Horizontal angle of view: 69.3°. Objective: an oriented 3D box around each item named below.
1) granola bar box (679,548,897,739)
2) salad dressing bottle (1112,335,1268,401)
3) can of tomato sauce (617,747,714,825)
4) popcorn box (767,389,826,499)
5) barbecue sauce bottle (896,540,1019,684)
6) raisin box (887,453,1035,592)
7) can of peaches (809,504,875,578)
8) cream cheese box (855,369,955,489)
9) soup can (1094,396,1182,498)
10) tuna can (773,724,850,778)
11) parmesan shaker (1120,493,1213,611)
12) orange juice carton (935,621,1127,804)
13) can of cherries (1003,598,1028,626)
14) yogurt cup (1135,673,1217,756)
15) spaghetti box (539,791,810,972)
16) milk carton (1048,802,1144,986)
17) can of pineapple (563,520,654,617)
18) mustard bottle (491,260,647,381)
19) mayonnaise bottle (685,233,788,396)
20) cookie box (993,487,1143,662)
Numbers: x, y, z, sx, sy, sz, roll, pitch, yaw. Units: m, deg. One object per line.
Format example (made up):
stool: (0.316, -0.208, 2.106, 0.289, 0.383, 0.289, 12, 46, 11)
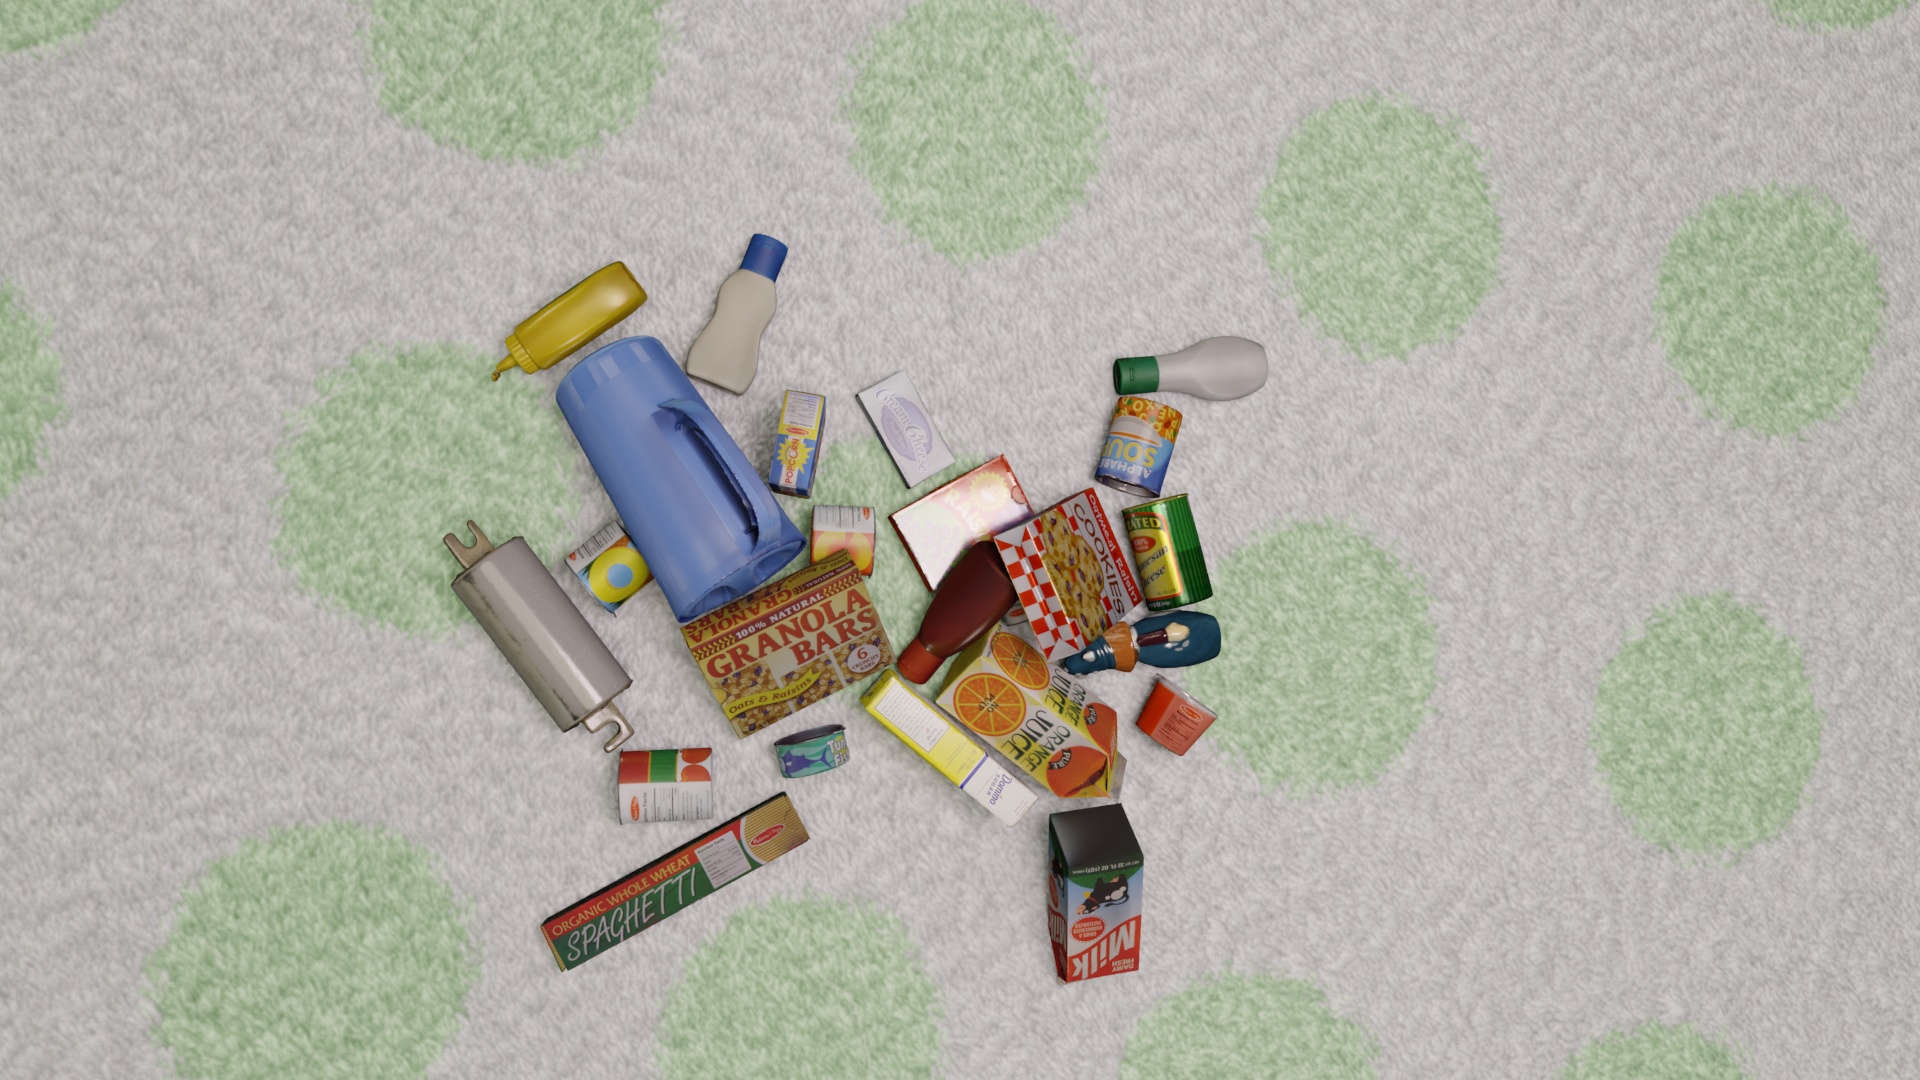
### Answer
granola bar box: (-0.153, 0.095, 1.267, 0.166, 0.039, 0.123, -26, 129, -8)
salad dressing bottle: (0.225, -0.167, 1.366, 0.148, 0.044, 0.064, -5, 91, -8)
can of tomato sauce: (-0.267, 0.222, 1.265, 0.083, 0.071, 0.071, -1, 89, -9)
popcorn box: (-0.147, -0.085, 1.263, 0.038, 0.126, 0.085, 10, 87, -5)
barbecue sauce bottle: (-0.003, 0.072, 1.291, 0.148, 0.044, 0.065, -50, 60, 22)
raisin box: (0.005, -0.017, 1.328, 0.123, 0.040, 0.086, -29, 92, -9)
can of peaches: (-0.111, 0.002, 1.297, 0.058, 0.071, 0.071, 3, 88, -9)
cream cheese box: (-0.052, -0.107, 1.330, 0.053, 0.024, 0.103, -30, 93, -10)
soup can: (0.171, -0.091, 1.340, 0.071, 0.071, 0.084, 18, 85, -8)
tuna can: (-0.135, 0.194, 1.284, 0.071, 0.071, 0.033, -14, 92, -9)
parmesan shaker: (0.202, 0.011, 1.341, 0.071, 0.071, 0.103, -15, 90, -9)
orange juice carton: (0.079, 0.169, 1.304, 0.192, 0.072, 0.072, 38, 118, -6)
can of cherries: (0.065, 0.042, 1.324, 0.071, 0.071, 0.058, -23, 91, -9)
yogurt cup: (0.206, 0.171, 1.341, 0.072, 0.072, 0.054, 34, 92, -6)
spaghetti box: (-0.261, 0.312, 1.280, 0.250, 0.028, 0.050, -27, 92, -9)
milk carton: (0.124, 0.344, 1.295, 0.072, 0.074, 0.189, -8, 122, -8)
can of pineapple: (-0.315, 0.025, 1.264, 0.058, 0.071, 0.071, -40, 94, -8)
mustard bottle: (-0.363, -0.194, 1.266, 0.160, 0.065, 0.048, -35, 98, -5)
mayonnaise bottle: (-0.204, -0.213, 1.302, 0.065, 0.041, 0.148, 22, 84, -9)
cookie box: (0.102, 0.028, 1.285, 0.040, 0.168, 0.123, -22, 93, 30)
